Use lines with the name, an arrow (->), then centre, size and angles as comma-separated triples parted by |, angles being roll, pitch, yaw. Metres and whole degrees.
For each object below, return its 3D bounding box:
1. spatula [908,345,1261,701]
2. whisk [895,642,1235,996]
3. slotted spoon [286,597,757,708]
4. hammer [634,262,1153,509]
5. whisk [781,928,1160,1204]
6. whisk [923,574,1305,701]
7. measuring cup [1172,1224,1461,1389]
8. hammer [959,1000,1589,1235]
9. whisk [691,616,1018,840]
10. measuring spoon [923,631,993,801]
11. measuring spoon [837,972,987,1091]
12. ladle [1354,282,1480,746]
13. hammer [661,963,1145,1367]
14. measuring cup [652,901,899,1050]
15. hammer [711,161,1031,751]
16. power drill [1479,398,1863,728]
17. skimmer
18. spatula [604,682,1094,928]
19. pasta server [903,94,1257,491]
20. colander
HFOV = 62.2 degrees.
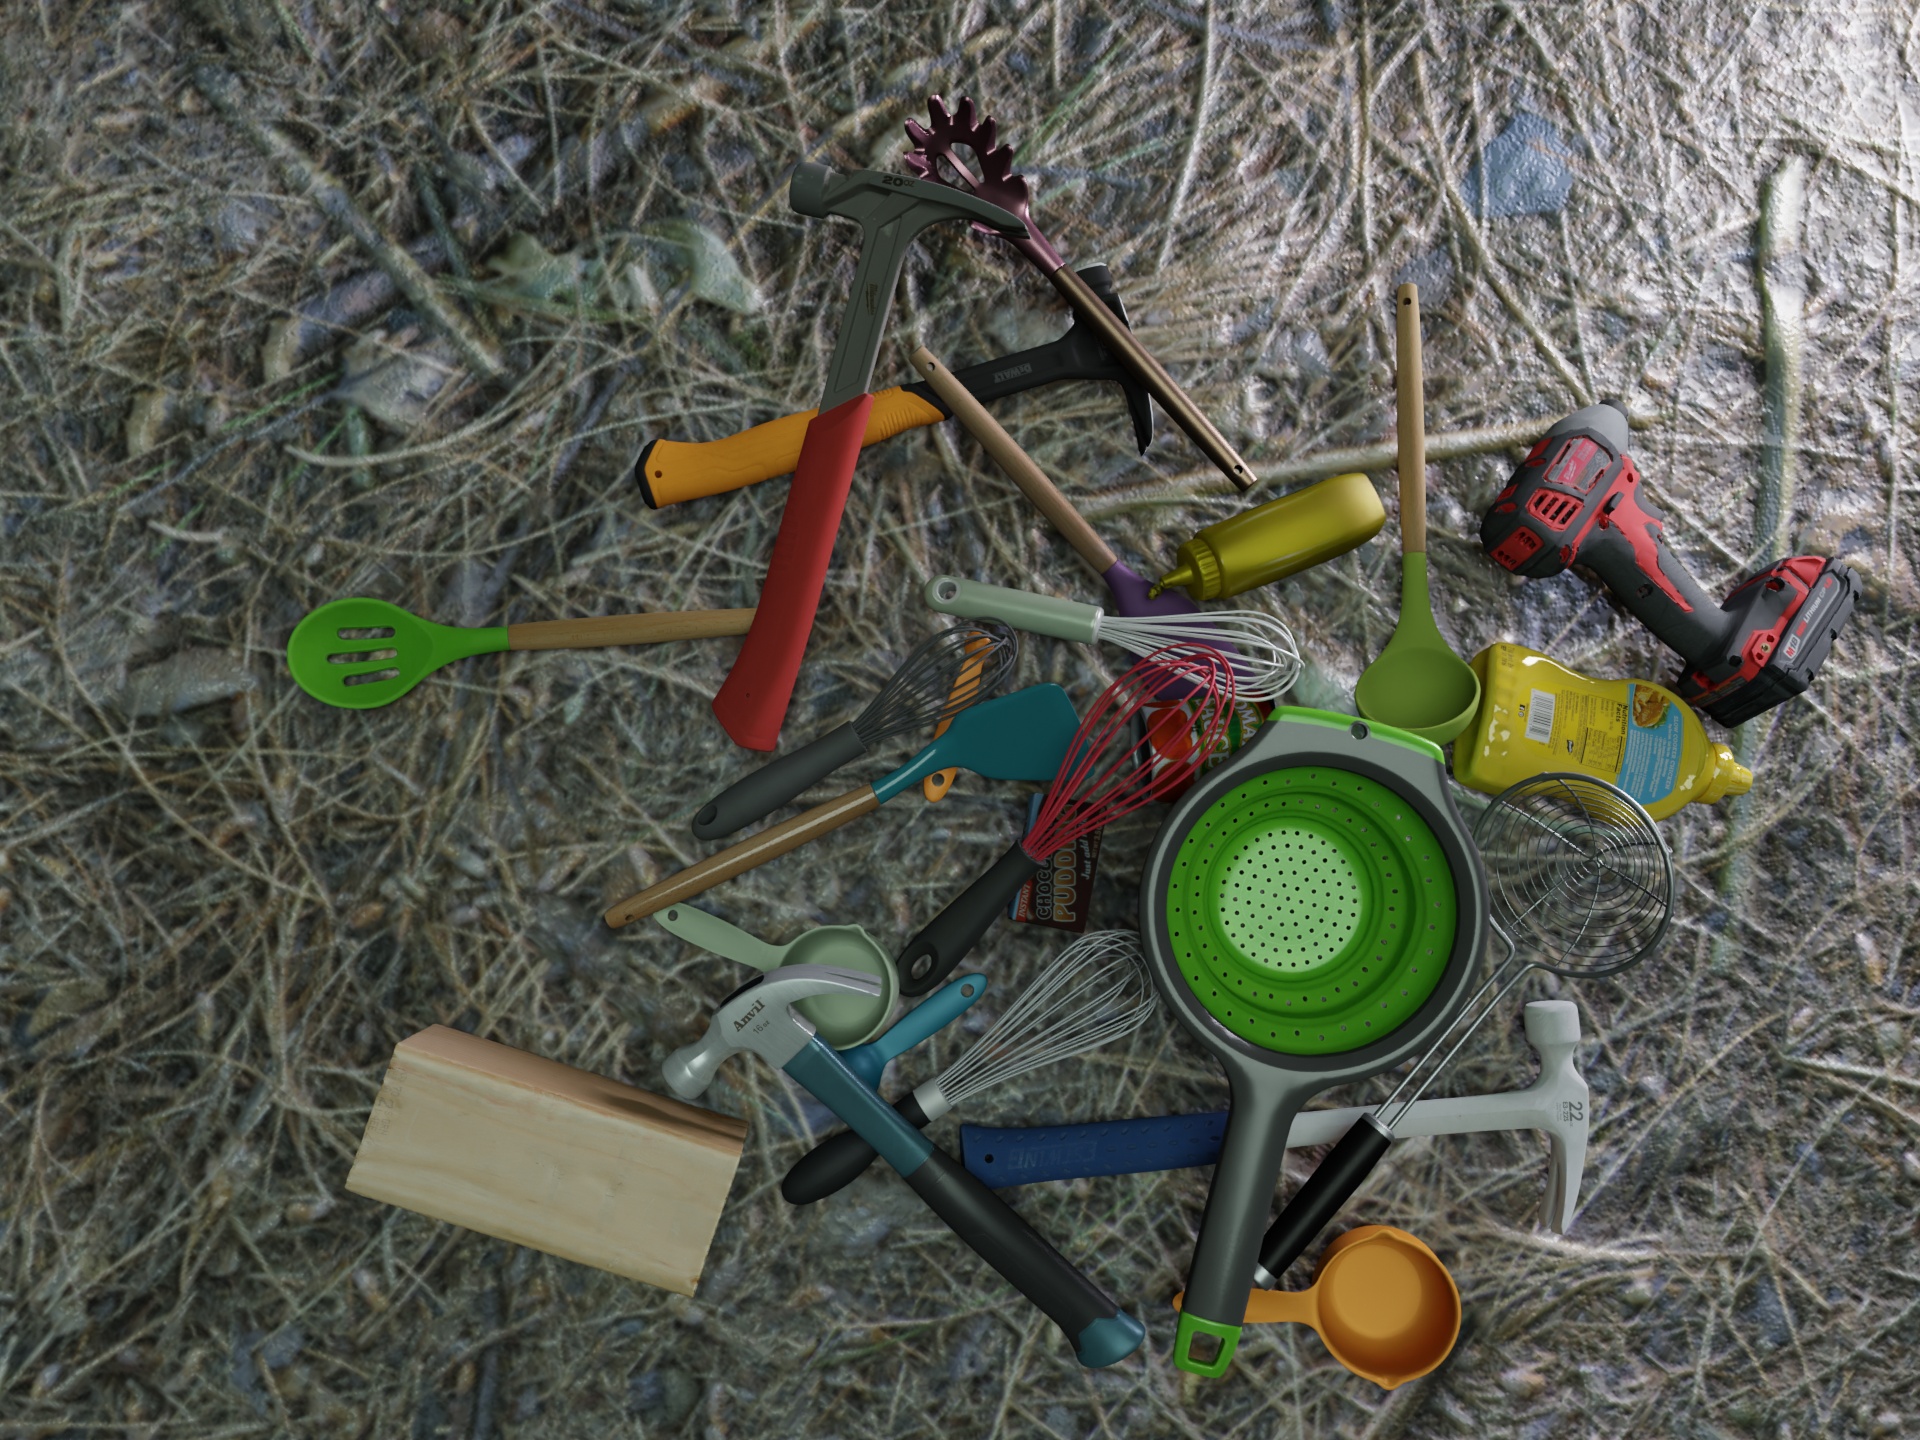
spatula -> 0.076, -0.116, 1.019 | 0.060, 0.018, 0.315 | -43, 100, -1
whisk -> 0.056, 0.067, 0.966 | 0.073, 0.073, 0.296 | 42, 107, 0
slotted spoon -> -0.258, -0.052, 1.004 | 0.313, 0.031, 0.070 | -5, 86, -7
hammer -> -0.043, -0.192, 1.031 | 0.337, 0.034, 0.127 | -17, 86, -6
whisk -> 0.010, 0.219, 0.990 | 0.284, 0.070, 0.070 | -33, 89, -2
whisk -> 0.094, -0.058, 1.006 | 0.246, 0.059, 0.058 | 13, 78, 12
measuring cup -> 0.222, 0.362, 1.000 | 0.173, 0.052, 0.095 | -2, 85, 10
hammer -> 0.203, 0.267, 1.010 | 0.405, 0.035, 0.144 | -4, 85, -5
whisk -> -0.067, 0.008, 1.001 | 0.239, 0.055, 0.055 | -31, 88, 1
measuring spoon -> -0.002, -0.003, 1.028 | 0.021, 0.011, 0.117 | 17, 84, -3
measuring spoon -> -0.036, 0.200, 1.002 | 0.128, 0.021, 0.042 | -35, 89, -6
ladle -> 0.297, -0.138, 1.045 | 0.078, 0.062, 0.320 | -2, 82, 18
hammer -> -0.017, 0.274, 0.957 | 0.128, 0.033, 0.331 | -45, 98, 6
measuring cup -> -0.115, 0.149, 0.999 | 0.167, 0.038, 0.083 | 21, 88, 14
hammer -> -0.074, -0.153, 0.979 | 0.149, 0.036, 0.359 | 17, 95, 9
power drill -> 0.461, -0.110, 1.041 | 0.219, 0.078, 0.143 | 38, 68, 4
skimmer -> 0.286, 0.193, 0.961 | 0.127, 0.090, 0.363 | 38, 84, 32
spatula -> -0.074, 0.062, 0.987 | 0.317, 0.044, 0.082 | -26, 128, -1
pasta server -> 0.080, -0.267, 1.012 | 0.060, 0.040, 0.316 | -42, 89, 5
colander -> 0.188, 0.192, 0.971 | 0.204, 0.094, 0.397 | 14, 89, 2
